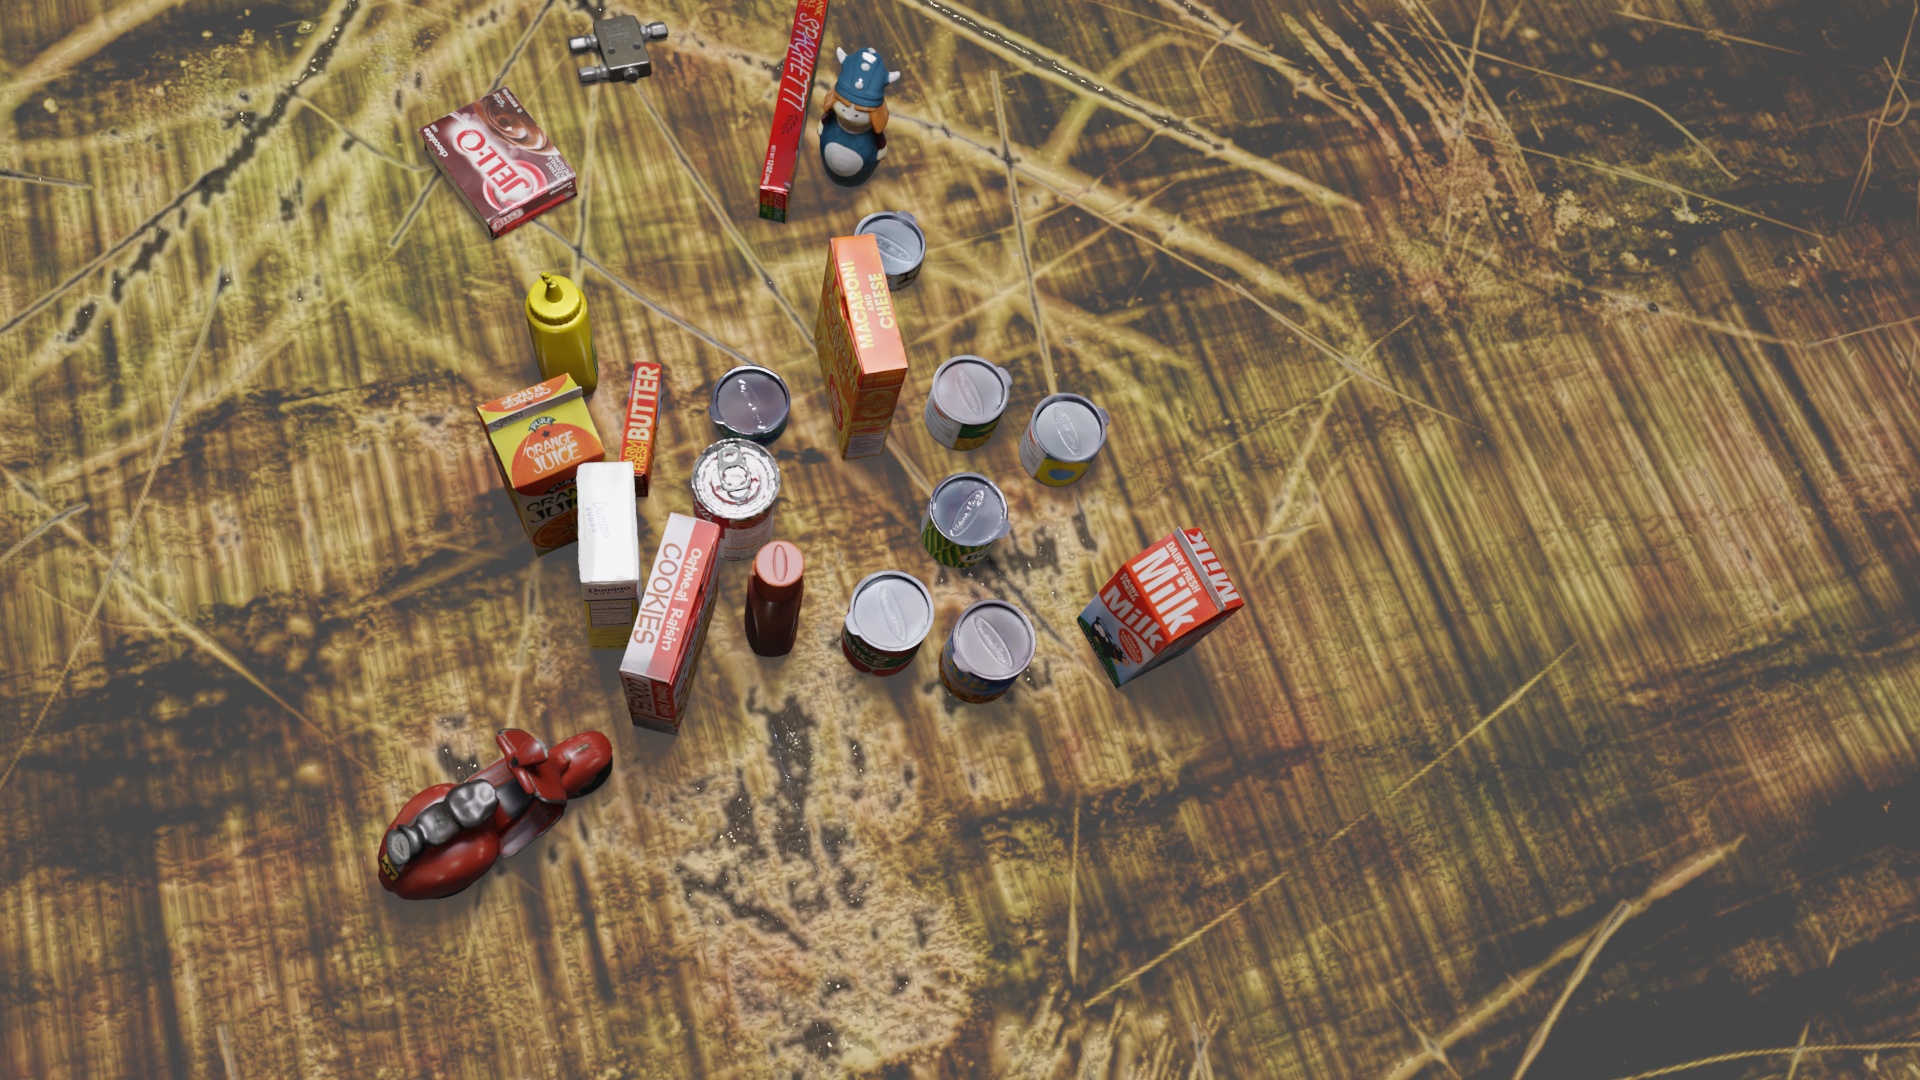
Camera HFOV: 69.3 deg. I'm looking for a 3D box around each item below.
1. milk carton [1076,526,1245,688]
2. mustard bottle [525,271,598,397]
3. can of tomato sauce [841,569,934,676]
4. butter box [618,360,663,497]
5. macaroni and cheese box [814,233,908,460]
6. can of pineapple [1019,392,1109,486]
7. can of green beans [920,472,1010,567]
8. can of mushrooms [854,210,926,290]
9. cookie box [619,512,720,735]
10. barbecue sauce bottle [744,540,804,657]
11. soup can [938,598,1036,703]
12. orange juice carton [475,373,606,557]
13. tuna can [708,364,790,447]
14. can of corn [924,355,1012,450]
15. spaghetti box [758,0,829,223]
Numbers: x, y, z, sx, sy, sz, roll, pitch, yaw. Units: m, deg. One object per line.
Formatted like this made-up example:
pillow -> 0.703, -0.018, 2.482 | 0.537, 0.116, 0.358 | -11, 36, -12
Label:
milk carton -> 0.161, 0.051, 1.102 | 0.074, 0.189, 0.072 | -25, 76, -18
mustard bottle -> -0.321, -0.170, 1.116 | 0.049, 0.159, 0.065 | -11, 72, -14
can of tomato sauce -> -0.061, 0.069, 1.113 | 0.071, 0.082, 0.071 | 3, 69, -9
butter box -> -0.265, -0.092, 1.154 | 0.024, 0.053, 0.104 | 6, 68, -8
macaroni and cheese box -> -0.086, -0.156, 1.150 | 0.040, 0.165, 0.124 | -10, 72, -14
can of pineapple -> 0.090, -0.087, 1.214 | 0.071, 0.057, 0.071 | 3, 69, -9
can of green beans -> 0.002, -0.016, 1.171 | 0.071, 0.057, 0.071 | 3, 69, -9
can of mushrooms -> -0.065, -0.265, 1.268 | 0.071, 0.033, 0.071 | 3, 69, -9
cookie box -> -0.214, 0.067, 1.040 | 0.040, 0.166, 0.123 | 14, 68, -5
barbecue sauce bottle -> -0.143, 0.042, 1.073 | 0.044, 0.148, 0.065 | -1, 70, -10
soup can -> 0.018, 0.092, 1.118 | 0.071, 0.083, 0.071 | 3, 69, -9
orange juice carton -> -0.314, -0.062, 1.058 | 0.072, 0.192, 0.073 | -24, 76, -18
tuna can -> -0.181, -0.113, 1.188 | 0.071, 0.032, 0.071 | 3, 69, -9
can of corn -> 0.007, -0.120, 1.211 | 0.071, 0.058, 0.071 | 3, 69, -9
spaghetti box -> -0.155, -0.416, 1.301 | 0.029, 0.050, 0.251 | 10, 68, -6
